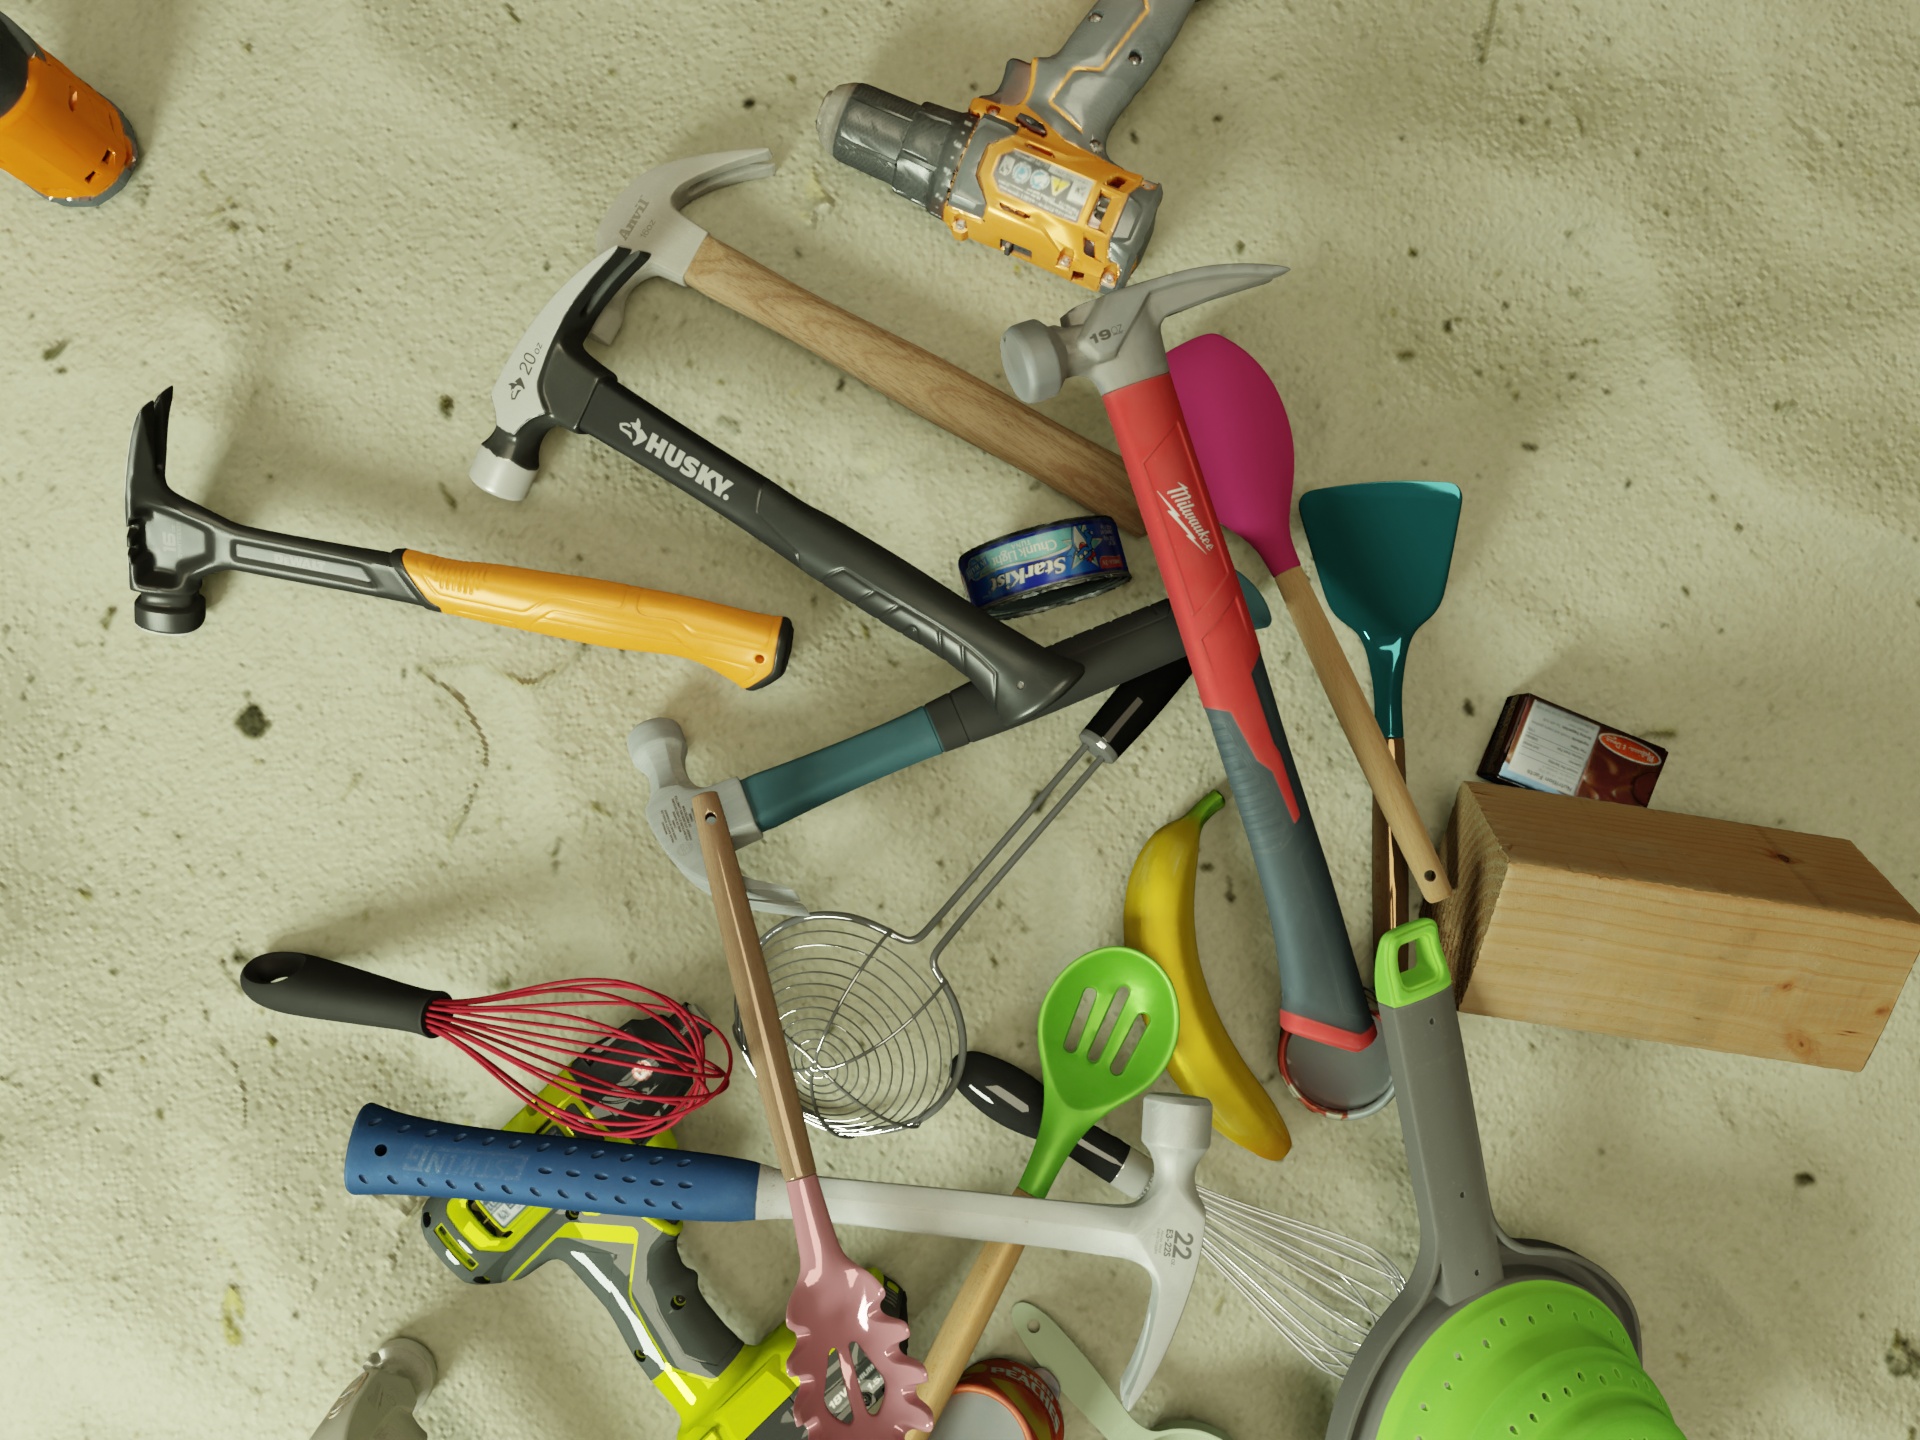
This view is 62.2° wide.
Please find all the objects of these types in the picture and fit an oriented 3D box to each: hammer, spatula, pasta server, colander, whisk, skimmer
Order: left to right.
[{"bbox_3d":[-0.238,0.146,0.768,0.296,0.073,0.073,6,87,25],"label":"whisk"},{"bbox_3d":[-0.252,-0.075,0.814,0.337,0.034,0.127,11,120,-5],"label":"hammer"},{"bbox_3d":[-0.169,0.486,0.772,0.038,0.146,0.410,-39,94,-4],"label":"hammer"},{"bbox_3d":[-0.086,0.232,0.757,0.405,0.035,0.144,6,80,0],"label":"hammer"},{"bbox_3d":[-0.079,0.183,0.730,0.060,0.040,0.316,-13,78,-15],"label":"pasta server"},{"bbox_3d":[-0.085,-0.103,0.791,0.335,0.035,0.146,33,107,10],"label":"hammer"},{"bbox_3d":[-0.038,-0.192,0.847,0.331,0.031,0.130,28,88,-1],"label":"hammer"},{"bbox_3d":[-0.001,-0.003,0.810,0.331,0.033,0.128,-23,60,-2],"label":"hammer"},{"bbox_3d":[0.027,0.062,0.841,0.127,0.090,0.363,42,77,1],"label":"skimmer"},{"bbox_3d":[0.117,0.251,0.826,0.284,0.070,0.070,31,87,5],"label":"whisk"},{"bbox_3d":[0.147,-0.026,0.779,0.143,0.038,0.386,-20,96,-11],"label":"hammer"},{"bbox_3d":[0.225,0.035,0.841,0.082,0.044,0.317,-1,89,16],"label":"spatula"},{"bbox_3d":[0.267,0.289,0.756,0.204,0.094,0.397,-17,102,-21],"label":"colander"}]

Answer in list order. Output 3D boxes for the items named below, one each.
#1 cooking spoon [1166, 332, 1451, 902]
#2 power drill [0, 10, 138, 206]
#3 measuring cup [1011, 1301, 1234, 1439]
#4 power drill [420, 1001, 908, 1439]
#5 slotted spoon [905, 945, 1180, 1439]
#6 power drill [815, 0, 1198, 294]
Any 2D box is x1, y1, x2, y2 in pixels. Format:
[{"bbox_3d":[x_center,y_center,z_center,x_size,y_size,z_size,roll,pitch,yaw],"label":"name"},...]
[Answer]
[{"bbox_3d":[0.181,-0.054,0.824,0.069,0.017,0.319,-25,84,13],"label":"cooking spoon"},{"bbox_3d":[-0.533,-0.355,0.770,0.226,0.164,0.084,36,88,2],"label":"power drill"},{"bbox_3d":[0.088,0.370,0.833,0.083,0.038,0.168,-44,73,0],"label":"measuring cup"},{"bbox_3d":[-0.136,0.268,0.804,0.171,0.080,0.223,-44,87,-3],"label":"power drill"},{"bbox_3d":[0.021,0.257,0.789,0.070,0.031,0.314,26,81,8],"label":"slotted spoon"},{"bbox_3d":[0.043,-0.359,0.835,0.185,0.084,0.226,22,92,0],"label":"power drill"}]
